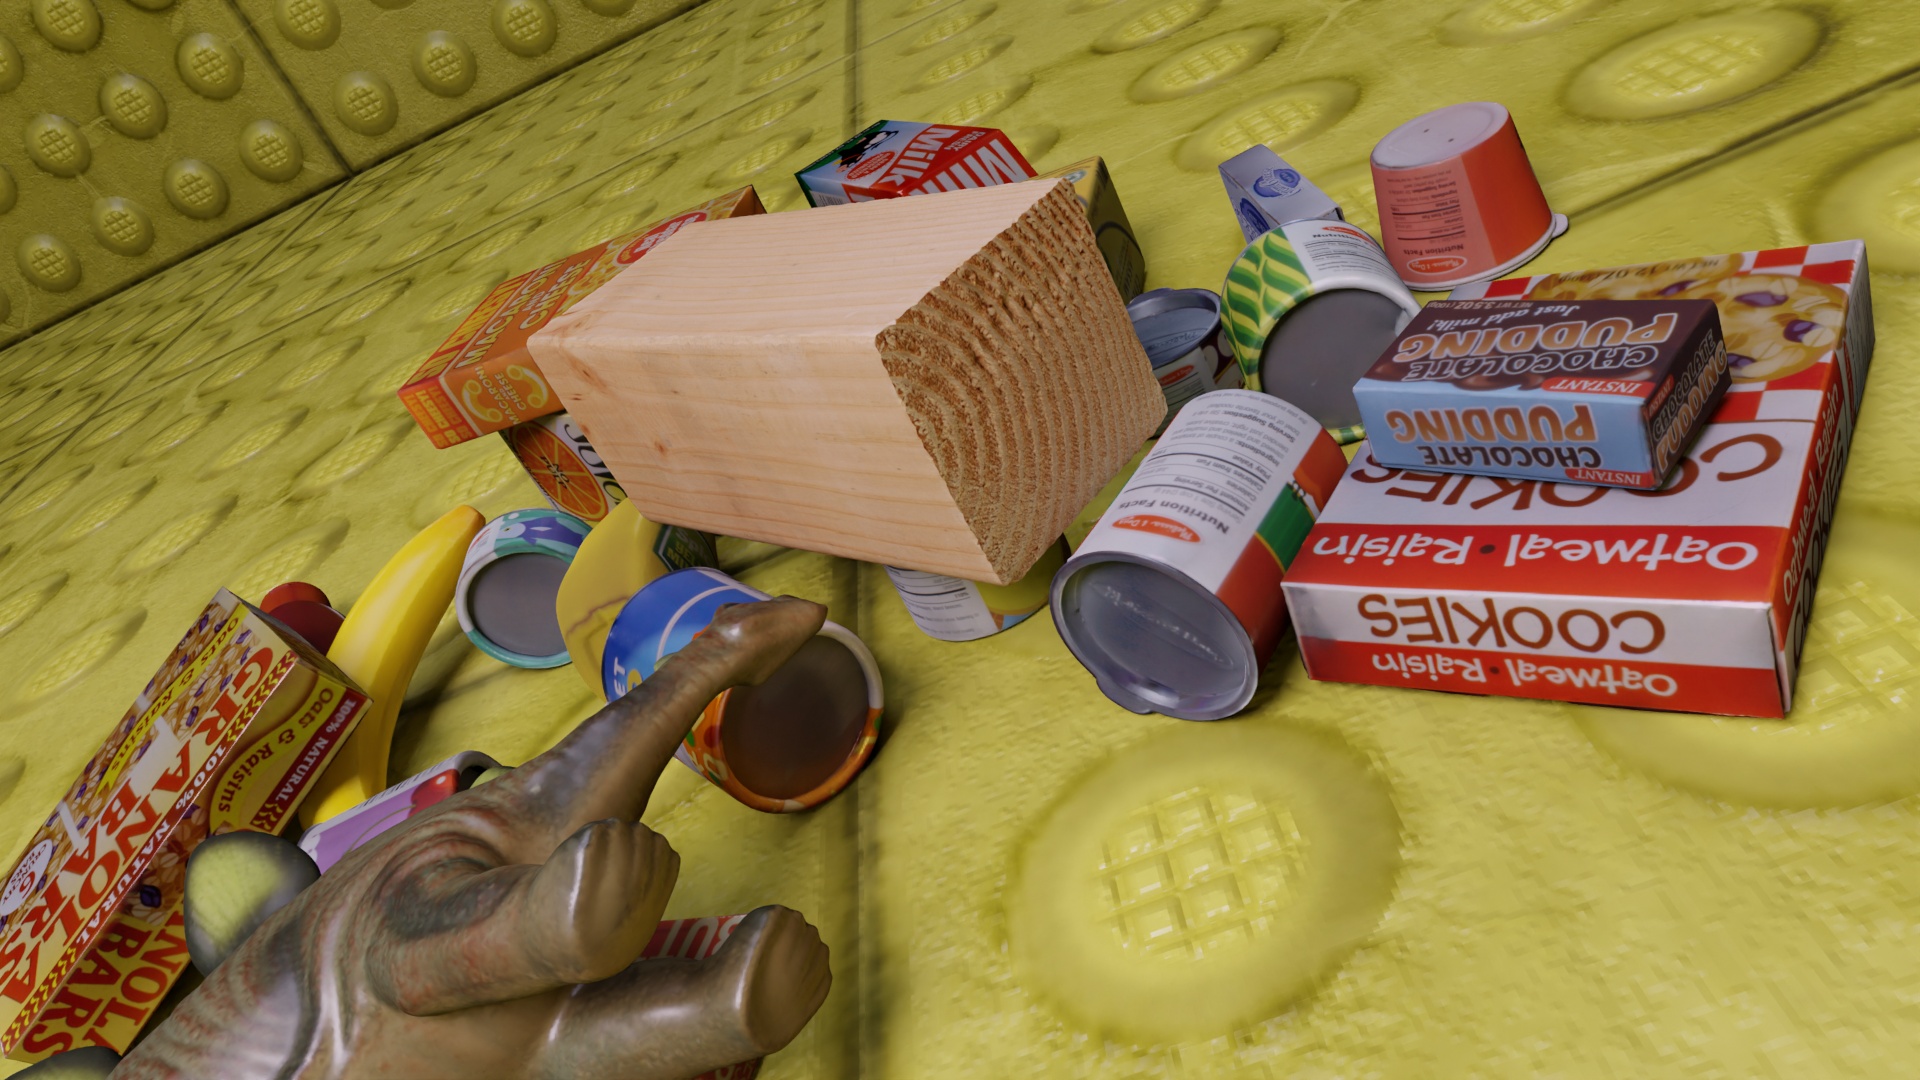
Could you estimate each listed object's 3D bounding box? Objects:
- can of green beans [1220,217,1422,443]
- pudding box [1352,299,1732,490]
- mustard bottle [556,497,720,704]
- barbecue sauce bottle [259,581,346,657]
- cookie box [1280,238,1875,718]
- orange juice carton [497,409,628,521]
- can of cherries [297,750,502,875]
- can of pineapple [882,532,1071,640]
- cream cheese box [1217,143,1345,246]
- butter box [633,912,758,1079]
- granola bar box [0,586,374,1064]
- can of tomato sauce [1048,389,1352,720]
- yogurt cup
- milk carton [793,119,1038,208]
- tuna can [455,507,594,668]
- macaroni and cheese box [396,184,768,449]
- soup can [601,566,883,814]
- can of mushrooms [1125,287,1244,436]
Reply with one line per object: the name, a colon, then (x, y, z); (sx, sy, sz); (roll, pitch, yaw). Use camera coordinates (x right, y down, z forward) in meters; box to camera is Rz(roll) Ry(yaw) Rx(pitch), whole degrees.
can of green beans: (0.132, -0.076, 0.506); (0.071, 0.071, 0.058); (-21, 31, 13)
pudding box: (0.158, -0.042, 0.383); (0.083, 0.030, 0.050); (11, 47, 49)
mustard bottle: (-0.130, 0.012, 0.587); (0.049, 0.065, 0.161); (-28, 25, 6)
barbecue sauce bottle: (-0.329, 0.059, 0.695); (0.065, 0.043, 0.149); (-28, 27, -18)
cookie box: (0.184, -0.023, 0.406); (0.123, 0.040, 0.168); (1, 39, 40)
orange juice carton: (-0.147, -0.055, 0.696); (0.192, 0.071, 0.073); (5, 43, 44)
can of cherries: (-0.174, 0.114, 0.463); (0.058, 0.071, 0.072); (-27, 29, 0)
can of pineapple: (0.002, -0.006, 0.511); (0.071, 0.057, 0.071); (-20, 30, 12)
cream cheese box: (0.143, -0.130, 0.595); (0.024, 0.053, 0.104); (-26, 29, 7)
butter box: (-0.102, 0.138, 0.402); (0.103, 0.024, 0.053); (-11, 34, 27)
granola bar box: (-0.318, 0.110, 0.559); (0.124, 0.039, 0.166); (17, 70, 49)
can of tomato sauce: (0.076, 0.004, 0.428); (0.071, 0.071, 0.083); (1, 40, 41)
yogurt cup: (0.201, -0.142, 0.565); (0.072, 0.053, 0.073); (-21, 30, 13)
milk carton: (-0.017, -0.192, 0.805); (0.072, 0.073, 0.191); (-36, 31, -14)
tuna can: (-0.185, 0.023, 0.615); (0.071, 0.070, 0.033); (-24, 30, 6)
macaroni and cheese box: (-0.183, -0.112, 0.701); (0.166, 0.040, 0.124); (-15, 32, 21)
soup can: (-0.077, 0.052, 0.477); (0.071, 0.071, 0.084); (-41, 32, -23)
can of mushrooms: (0.083, -0.075, 0.578); (0.071, 0.033, 0.071); (-21, 30, 13)
